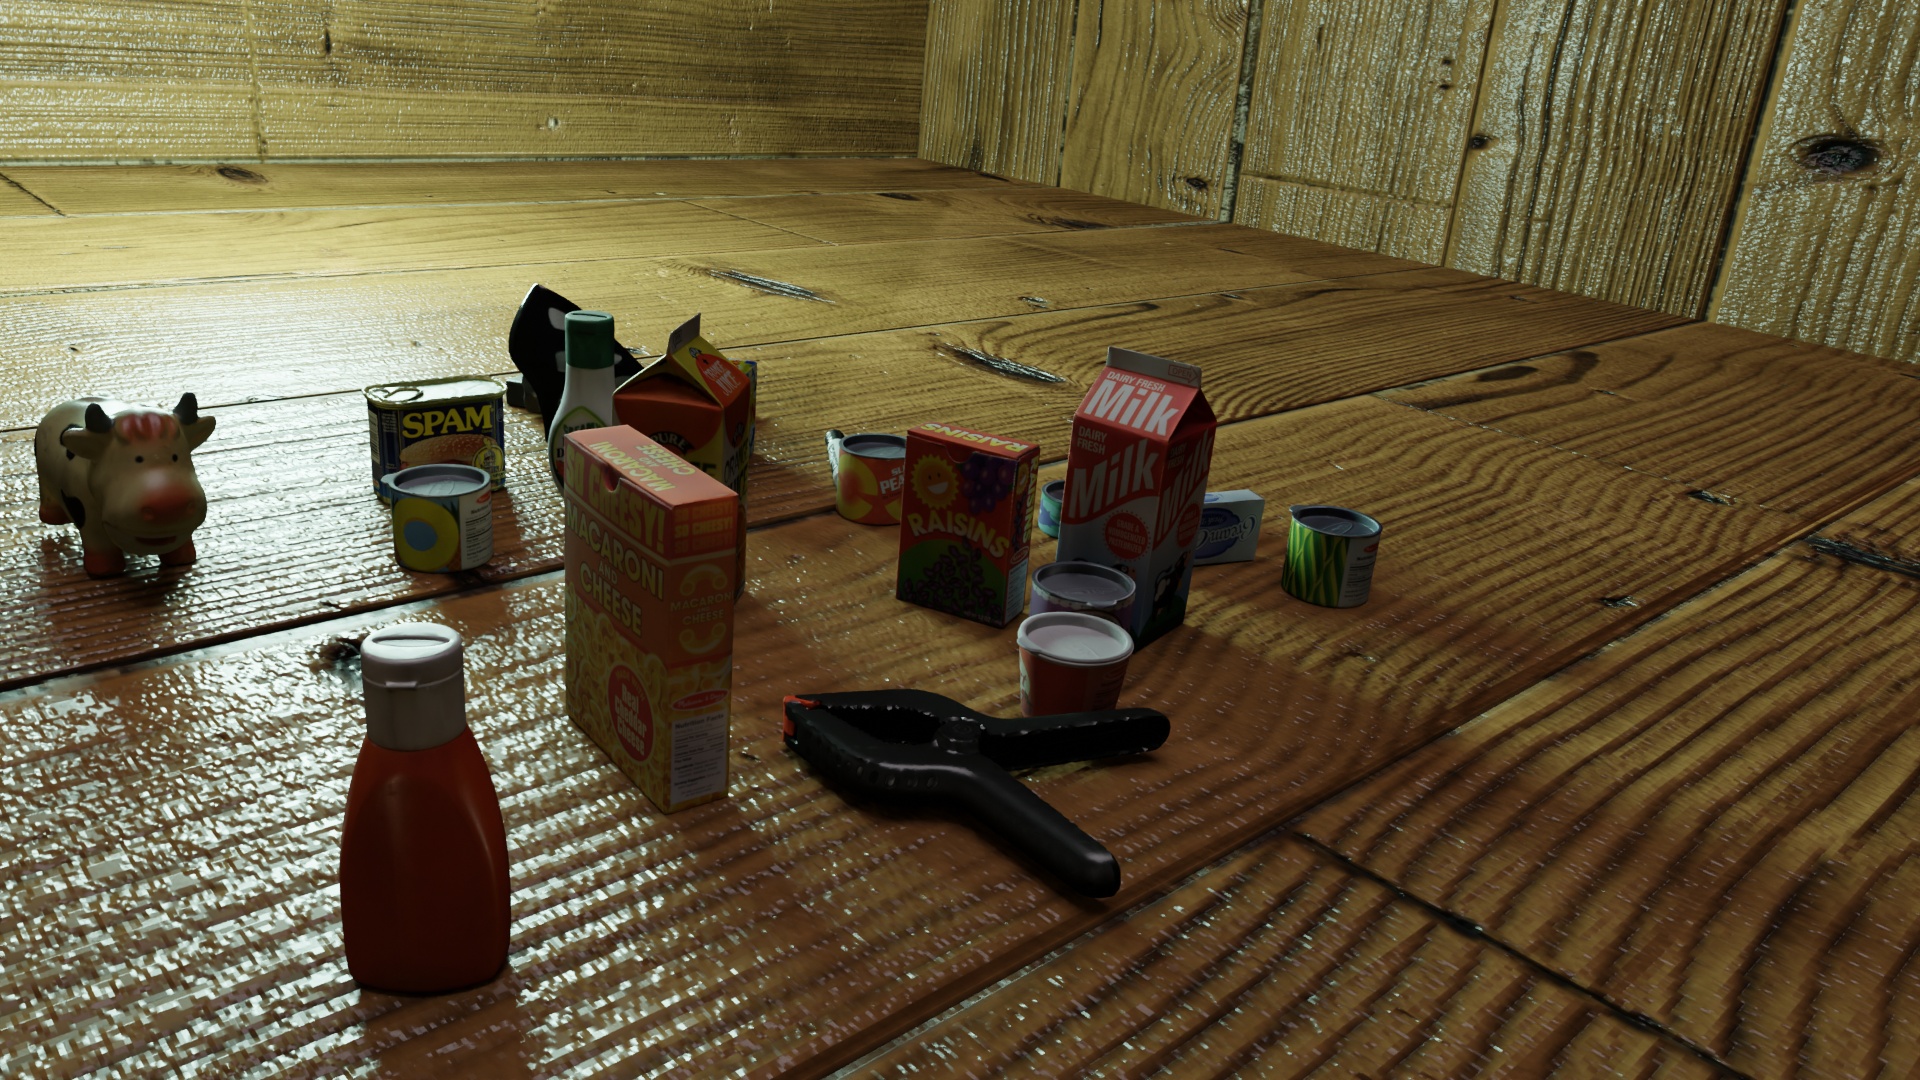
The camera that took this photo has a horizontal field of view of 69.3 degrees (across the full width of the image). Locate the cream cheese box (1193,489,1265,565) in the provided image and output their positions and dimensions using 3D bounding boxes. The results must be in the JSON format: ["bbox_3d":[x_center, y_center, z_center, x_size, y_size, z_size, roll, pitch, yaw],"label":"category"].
[{"bbox_3d":[0.184,-0.008,1.075,0.104,0.053,0.024,-5,23,-25],"label":"cream cheese box"}]

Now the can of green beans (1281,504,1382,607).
[{"bbox_3d":[0.277,0.011,1.040,0.071,0.057,0.071,5,21,-2],"label":"can of green beans"}]

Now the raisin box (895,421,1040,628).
[{"bbox_3d":[0.003,-0.012,0.945,0.086,0.123,0.040,15,23,25],"label":"raisin box"}]

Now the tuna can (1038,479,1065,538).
[{"bbox_3d":[0.098,-0.023,1.121,0.071,0.032,0.071,5,21,-2],"label":"tuna can"}]

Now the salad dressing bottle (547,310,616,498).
[{"bbox_3d":[-0.288,-0.103,1.078,0.064,0.147,0.044,5,21,1],"label":"salad dressing bottle"}]

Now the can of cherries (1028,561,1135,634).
[{"bbox_3d":[0.076,0.053,0.885,0.071,0.058,0.072,5,21,-2],"label":"can of cherries"}]

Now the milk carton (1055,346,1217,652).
[{"bbox_3d":[0.117,-0.031,0.927,0.072,0.189,0.074,18,24,31],"label":"milk carton"}]

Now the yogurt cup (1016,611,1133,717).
[{"bbox_3d":[0.065,0.080,0.820,0.072,0.053,0.072,5,21,-2],"label":"yogurt cup"}]

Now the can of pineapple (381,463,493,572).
[{"bbox_3d":[-0.360,-0.016,0.962,0.071,0.057,0.071,5,21,-2],"label":"can of pineapple"}]

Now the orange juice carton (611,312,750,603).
[{"bbox_3d":[-0.179,-0.047,0.898,0.073,0.191,0.072,7,21,4],"label":"orange juice carton"}]

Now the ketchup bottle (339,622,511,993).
[{"bbox_3d":[-0.214,0.107,0.552,0.065,0.148,0.044,2,21,-9],"label":"ketchup bottle"}]

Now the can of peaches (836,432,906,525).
[{"bbox_3d":[-0.065,-0.049,1.116,0.071,0.057,0.071,5,21,-2],"label":"can of peaches"}]

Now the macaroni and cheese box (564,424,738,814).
[{"bbox_3d":[-0.163,0.038,0.718,0.040,0.165,0.124,-11,26,-37],"label":"macaroni and cheese box"}]

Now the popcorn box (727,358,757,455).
[{"bbox_3d":[-0.205,-0.098,1.173,0.038,0.085,0.127,6,21,4],"label":"popcorn box"}]
